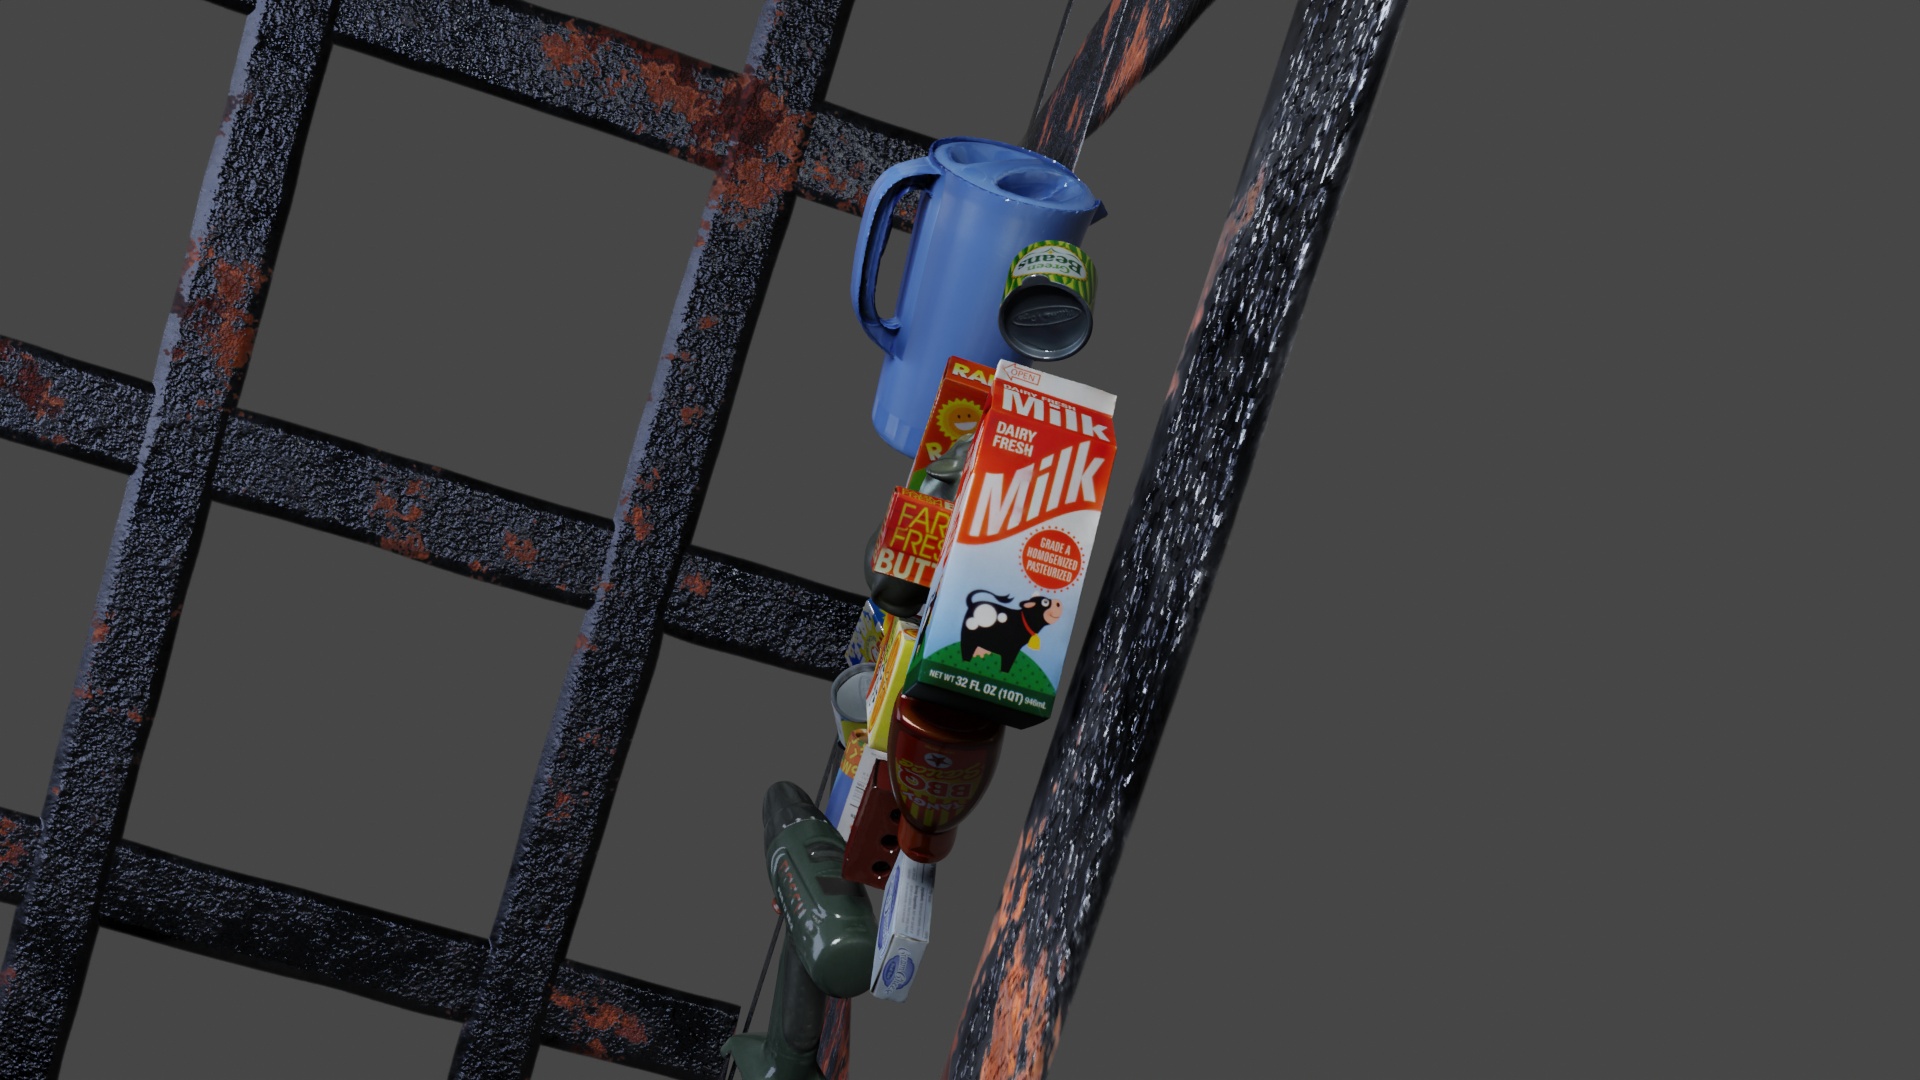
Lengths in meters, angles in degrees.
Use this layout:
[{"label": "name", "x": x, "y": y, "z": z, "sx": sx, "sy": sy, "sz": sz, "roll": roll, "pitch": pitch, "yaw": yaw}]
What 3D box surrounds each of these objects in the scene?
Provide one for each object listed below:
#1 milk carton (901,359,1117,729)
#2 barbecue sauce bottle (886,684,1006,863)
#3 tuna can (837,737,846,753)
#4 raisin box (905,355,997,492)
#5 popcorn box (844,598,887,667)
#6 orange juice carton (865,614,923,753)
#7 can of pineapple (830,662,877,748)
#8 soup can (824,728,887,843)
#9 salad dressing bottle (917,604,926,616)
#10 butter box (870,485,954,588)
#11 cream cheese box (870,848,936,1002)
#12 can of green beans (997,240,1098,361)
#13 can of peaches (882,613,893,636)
[{"label": "milk carton", "x": 0.030, "y": -0.002, "z": 0.744, "sx": 0.073, "sy": 0.072, "sz": 0.191, "roll": 125, "pitch": 162, "yaw": -74}, {"label": "barbecue sauce bottle", "x": -0.013, "y": 0.139, "z": 0.817, "sx": 0.147, "sy": 0.065, "sz": 0.044, "roll": 100, "pitch": -176, "yaw": -49}, {"label": "tuna can", "x": -0.082, "y": 0.186, "z": 1.311, "sx": 0.070, "sy": 0.071, "sz": 0.033, "roll": 119, "pitch": 169, "yaw": -65}, {"label": "raisin box", "x": 0.013, "y": -0.071, "z": 1.059, "sx": 0.040, "sy": 0.086, "sz": 0.122, "roll": -75, "pitch": 5, "yaw": -53}, {"label": "popcorn box", "x": -0.066, "y": 0.113, "z": 1.316, "sx": 0.085, "sy": 0.038, "sz": 0.126, "roll": 61, "pitch": 153, "yaw": 21}, {"label": "orange juice carton", "x": -0.019, "y": 0.096, "z": 0.943, "sx": 0.193, "sy": 0.072, "sz": 0.073, "roll": -135, "pitch": 63, "yaw": -84}, {"label": "can of pineapple", "x": -0.079, "y": 0.153, "z": 1.249, "sx": 0.057, "sy": 0.071, "sz": 0.071, "roll": 85, "pitch": -168, "yaw": -46}, {"label": "soup can", "x": -0.073, "y": 0.208, "z": 1.166, "sx": 0.071, "sy": 0.071, "sz": 0.083, "roll": -119, "pitch": 47, "yaw": -83}, {"label": "salad dressing bottle", "x": -0.007, "y": 0.052, "z": 1.043, "sx": 0.147, "sy": 0.064, "sz": 0.044, "roll": 129, "pitch": 146, "yaw": -53}, {"label": "butter box", "x": 0.001, "y": 0.007, "z": 0.847, "sx": 0.024, "sy": 0.103, "sz": 0.053, "roll": -95, "pitch": 23, "yaw": -74}, {"label": "cream cheese box", "x": -0.036, "y": 0.241, "z": 0.900, "sx": 0.104, "sy": 0.024, "sz": 0.053, "roll": -84, "pitch": 12, "yaw": -64}, {"label": "can of green beans", "x": 0.063, "y": -0.169, "z": 0.978, "sx": 0.058, "sy": 0.071, "sz": 0.071, "roll": -78, "pitch": 7, "yaw": -47}, {"label": "can of peaches", "x": -0.027, "y": 0.058, "z": 1.165, "sx": 0.071, "sy": 0.071, "sz": 0.057, "roll": -81, "pitch": 9, "yaw": -58}]
